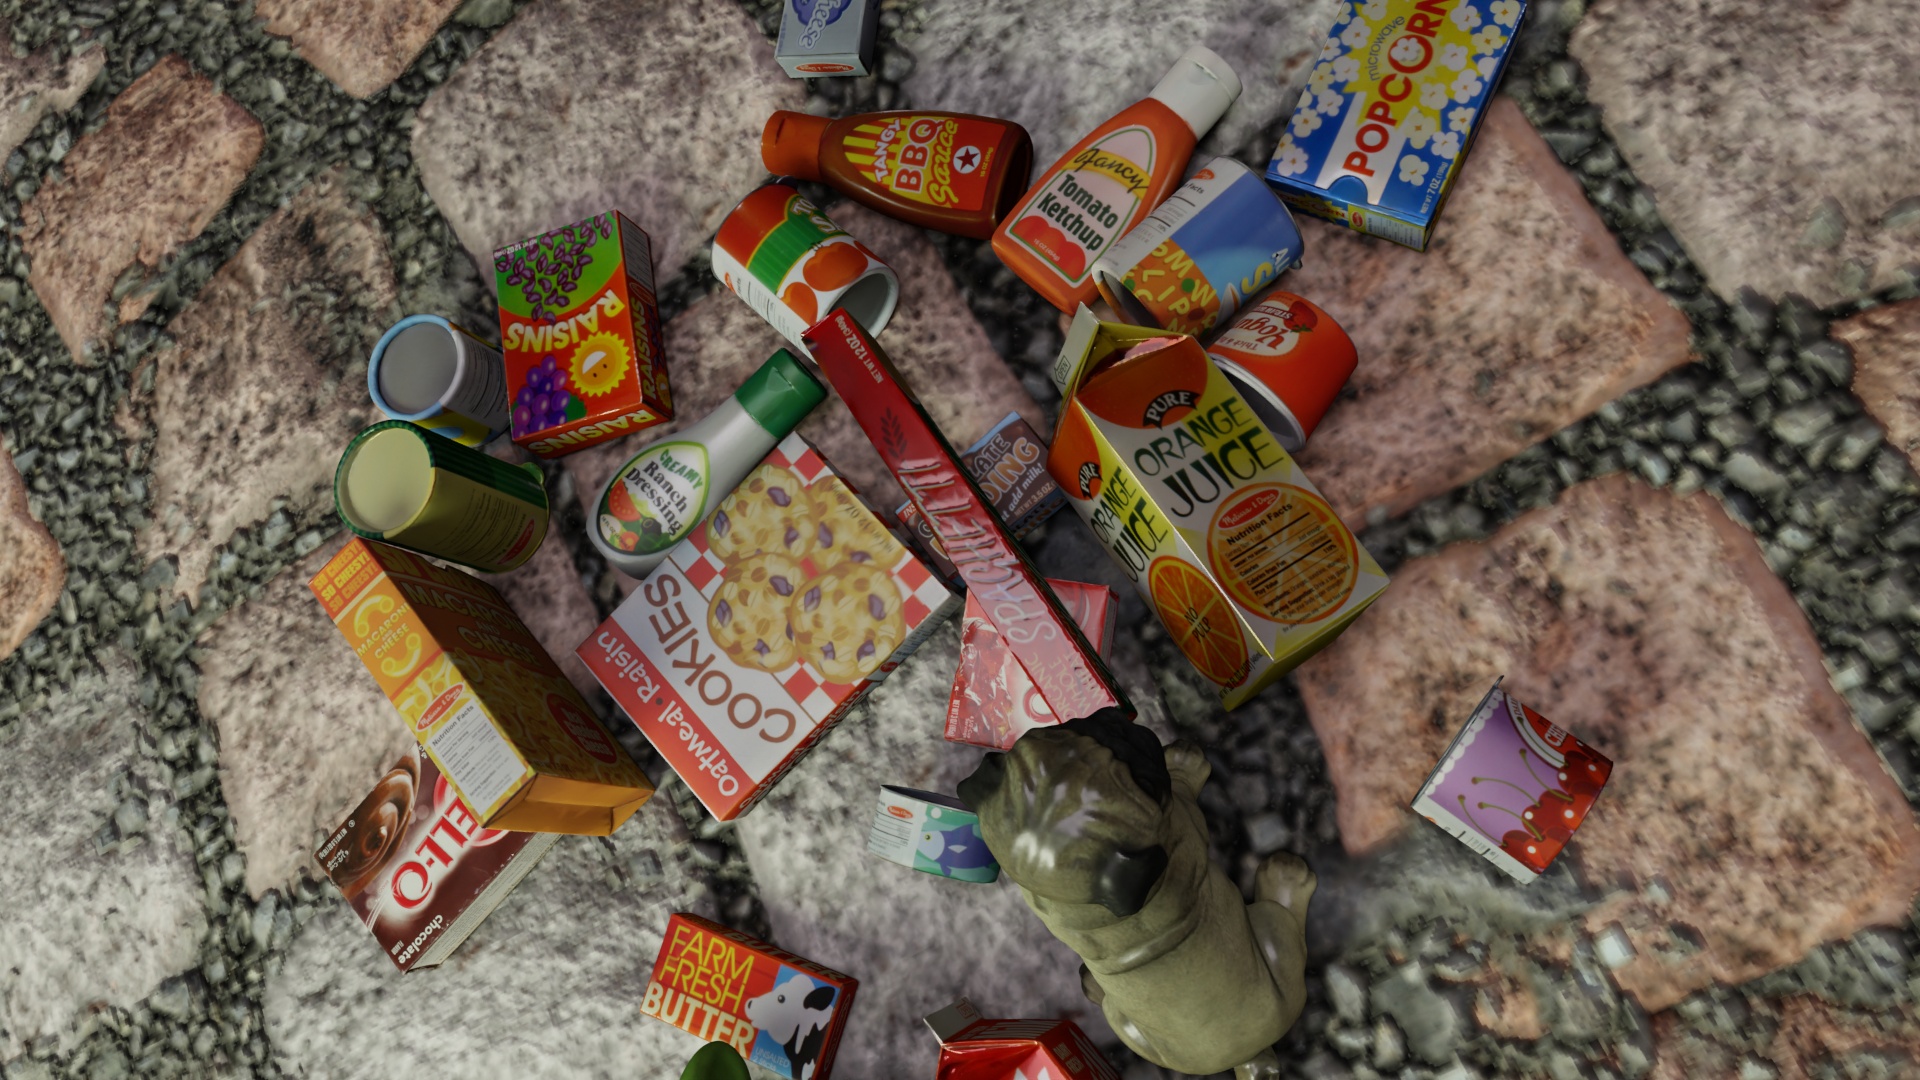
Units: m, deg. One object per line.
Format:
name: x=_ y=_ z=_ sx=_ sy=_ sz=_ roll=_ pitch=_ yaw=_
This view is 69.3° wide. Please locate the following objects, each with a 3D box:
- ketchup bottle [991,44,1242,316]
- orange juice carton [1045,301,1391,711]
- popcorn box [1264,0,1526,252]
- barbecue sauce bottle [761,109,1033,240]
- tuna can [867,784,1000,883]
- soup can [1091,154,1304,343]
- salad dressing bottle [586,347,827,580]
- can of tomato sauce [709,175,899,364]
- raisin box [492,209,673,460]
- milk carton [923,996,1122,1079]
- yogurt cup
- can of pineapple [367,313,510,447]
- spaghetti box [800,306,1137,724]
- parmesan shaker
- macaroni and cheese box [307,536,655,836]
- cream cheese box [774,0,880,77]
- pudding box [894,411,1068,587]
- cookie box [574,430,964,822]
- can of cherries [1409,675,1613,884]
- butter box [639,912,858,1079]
ketchup bottle: x=0.086 y=-0.192 z=0.729 sx=0.065 sy=0.043 sz=0.149 roll=41 pitch=91 yaw=11
orange juice carton: x=0.105 y=-0.024 z=0.656 sx=0.073 sy=0.071 sz=0.193 roll=-29 pitch=72 yaw=-19
popcorn box: x=0.218 y=-0.219 z=0.700 sx=0.085 sy=0.038 sz=0.127 roll=24 pitch=85 yaw=19
barbecue sauce bottle: x=-0.038 y=-0.209 z=0.770 sx=0.148 sy=0.043 sz=0.065 roll=15 pitch=83 yaw=19
tuna can: x=-0.008 y=0.142 z=0.673 sx=0.071 sy=0.071 sz=0.033 roll=12 pitch=83 yaw=19
soup can: x=0.119 y=-0.137 z=0.692 sx=0.084 sy=0.071 sz=0.071 roll=-41 pitch=70 yaw=-2
salad dressing bottle: x=-0.138 y=-0.043 z=0.762 sx=0.147 sy=0.044 sz=0.064 roll=-43 pitch=78 yaw=3
can of tomato sauce: x=-0.083 y=-0.146 z=0.757 sx=0.083 sy=0.071 sz=0.071 roll=42 pitch=92 yaw=19
raisin box: x=-0.220 y=-0.119 z=0.806 sx=0.086 sy=0.040 sz=0.123 roll=-15 pitch=73 yaw=12
milk carton: x=0.053 y=0.285 z=0.618 sx=0.073 sy=0.072 sz=0.191 roll=-44 pitch=71 yaw=4
yogurt cup: x=0.155 y=-0.084 z=0.675 sx=0.072 sy=0.072 sz=0.054 roll=40 pitch=83 yaw=20
can of pineapple: x=-0.303 y=-0.093 z=0.815 sx=0.071 sy=0.058 sz=0.071 roll=-3 pitch=77 yaw=16
spaghetti box: x=0.002 y=-0.008 z=0.677 sx=0.028 sy=0.050 sz=0.250 roll=-37 pitch=71 yaw=7
parmesan shaker: x=-0.284 y=-0.025 z=0.770 sx=0.071 sy=0.103 sz=0.071 roll=-4 pitch=77 yaw=16
macaroni and cheese box: x=-0.246 y=0.078 z=0.725 sx=0.040 sy=0.123 sz=0.167 roll=-44 pitch=70 yaw=1
cream cheese box: x=-0.074 y=-0.325 z=0.816 sx=0.053 sy=0.024 sz=0.104 roll=4 pitch=79 yaw=17
pudding box: x=0.014 y=-0.021 z=0.720 sx=0.083 sy=0.030 sz=0.050 roll=-39 pitch=70 yaw=5
cookie box: x=-0.101 y=0.046 z=0.729 sx=0.167 sy=0.040 sz=0.123 roll=-45 pitch=76 yaw=3
can of cherries: x=0.241 y=0.104 z=0.605 sx=0.058 sy=0.071 sz=0.071 roll=35 pitch=90 yaw=20
butter box: x=-0.108 y=0.230 z=0.703 sx=0.103 sy=0.024 sz=0.053 roll=16 pitch=84 yaw=19
